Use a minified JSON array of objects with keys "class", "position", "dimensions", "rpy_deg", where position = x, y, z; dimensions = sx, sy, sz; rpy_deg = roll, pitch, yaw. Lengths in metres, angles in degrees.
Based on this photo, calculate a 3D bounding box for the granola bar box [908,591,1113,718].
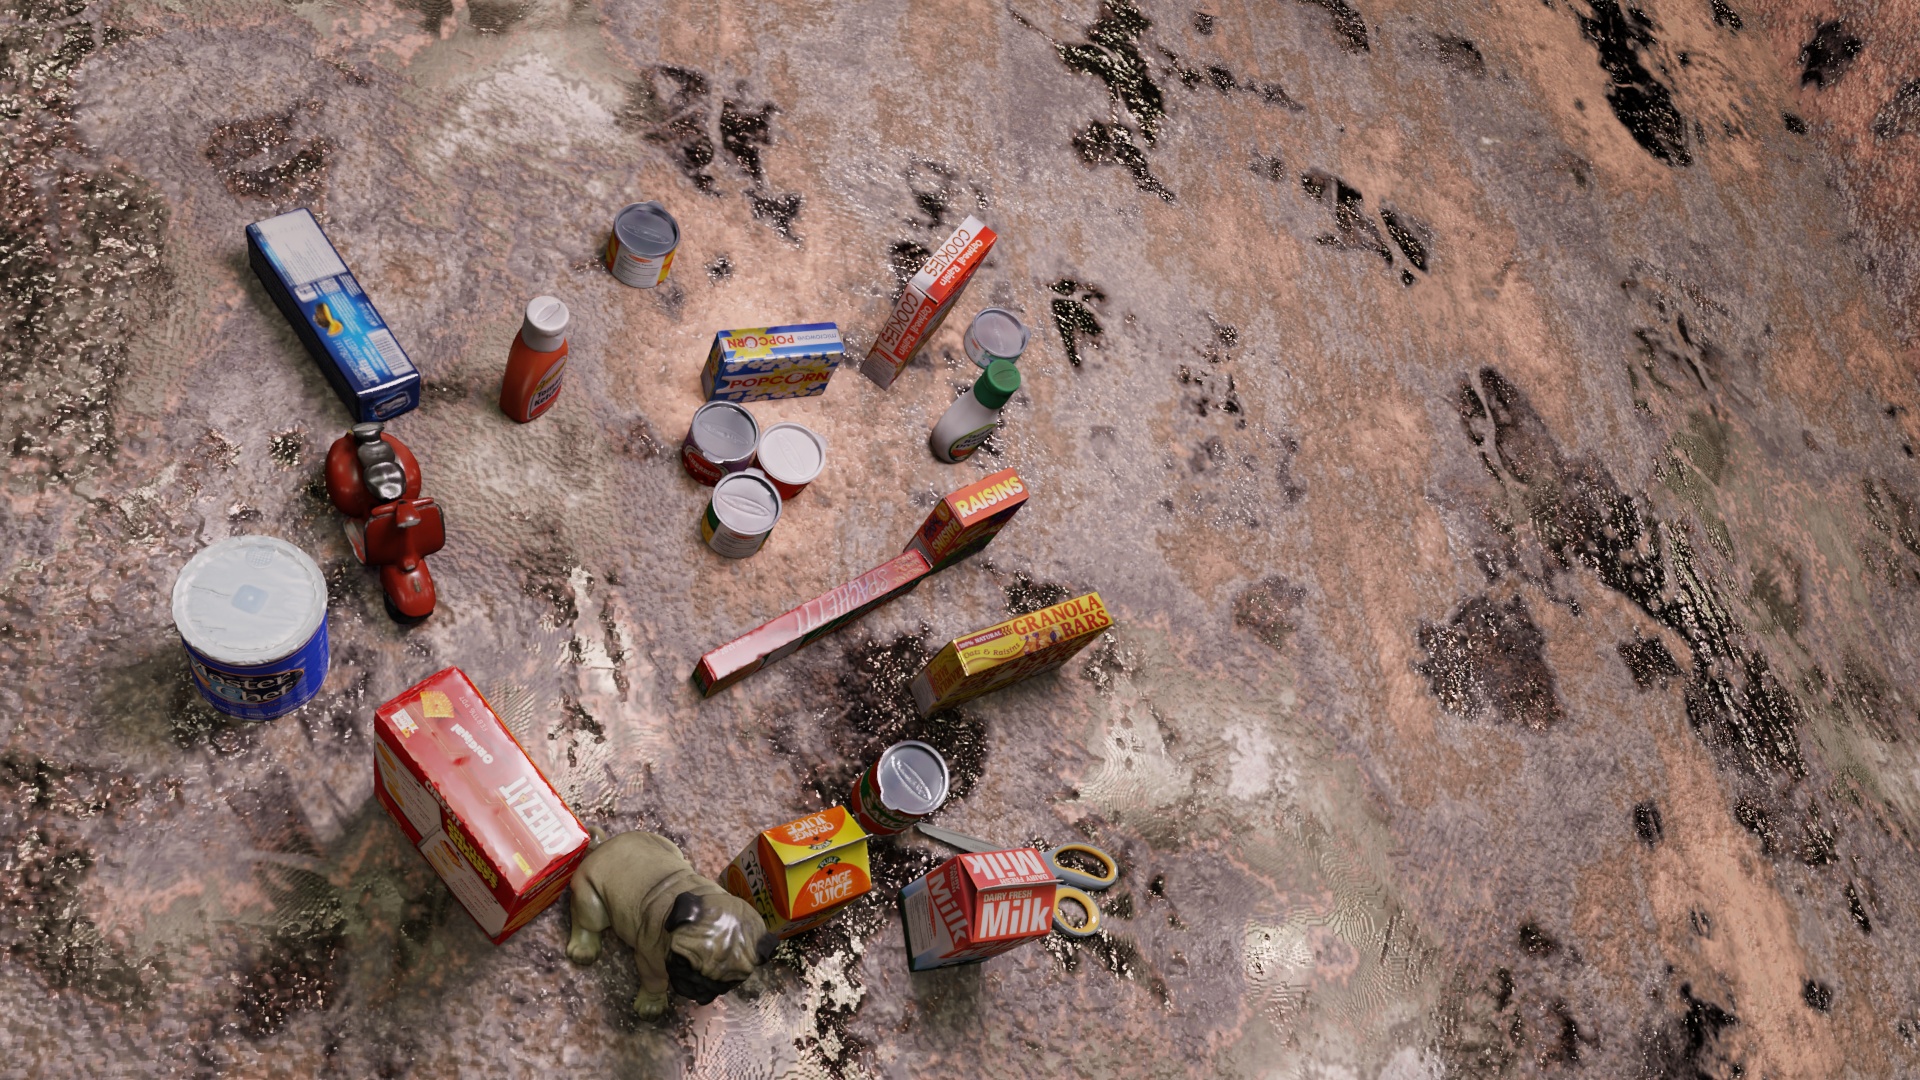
[{"class":"granola bar box","position":[0.046,0.108,1.319],"dimensions":[0.166,0.123,0.039],"rpy_deg":[-17,73,-29]}]

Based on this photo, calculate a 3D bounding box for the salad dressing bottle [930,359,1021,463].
[{"class":"salad dressing bottle","position":[0.016,-0.131,1.414],"dimensions":[0.064,0.147,0.044],"rpy_deg":[-21,75,-30]}]

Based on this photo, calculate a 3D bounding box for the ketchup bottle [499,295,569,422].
[{"class":"ketchup bottle","position":[-0.384,-0.167,1.260],"dimensions":[0.043,0.148,0.065],"rpy_deg":[38,57,-2]}]

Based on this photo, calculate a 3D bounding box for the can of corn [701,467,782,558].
[{"class":"can of corn","position":[-0.208,-0.026,1.318],"dimensions":[0.071,0.058,0.071],"rpy_deg":[10,62,-19]}]

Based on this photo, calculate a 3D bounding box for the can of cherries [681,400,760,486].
[{"class":"can of cherries","position":[-0.234,-0.091,1.340],"dimensions":[0.071,0.058,0.072],"rpy_deg":[10,62,-19]}]

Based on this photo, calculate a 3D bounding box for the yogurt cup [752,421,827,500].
[{"class":"yogurt cup","position":[-0.172,-0.075,1.361],"dimensions":[0.072,0.053,0.072],"rpy_deg":[10,62,-19]}]

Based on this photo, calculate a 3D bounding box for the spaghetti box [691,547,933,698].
[{"class":"spaghetti box","position":[-0.135,0.074,1.303],"dimensions":[0.251,0.050,0.029],"rpy_deg":[-27,78,-32]}]

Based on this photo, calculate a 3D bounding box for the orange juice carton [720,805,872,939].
[{"class":"orange juice carton","position":[-0.130,0.270,1.120],"dimensions":[0.072,0.191,0.073],"rpy_deg":[-13,71,-28]}]

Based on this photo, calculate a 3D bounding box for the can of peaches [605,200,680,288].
[{"class":"can of peaches","position":[-0.322,-0.300,1.409],"dimensions":[0.071,0.057,0.071],"rpy_deg":[10,62,-19]}]

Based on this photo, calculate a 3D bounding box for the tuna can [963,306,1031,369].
[{"class":"tuna can","position":[0.041,-0.223,1.540],"dimensions":[0.071,0.032,0.071],"rpy_deg":[10,61,-19]}]

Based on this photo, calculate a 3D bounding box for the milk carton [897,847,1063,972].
[{"class":"milk carton","position":[0.016,0.307,1.165],"dimensions":[0.072,0.189,0.073],"rpy_deg":[0,65,-23]}]

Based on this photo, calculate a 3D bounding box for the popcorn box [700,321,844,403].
[{"class":"popcorn box","position":[-0.188,-0.176,1.387],"dimensions":[0.127,0.085,0.038],"rpy_deg":[-9,69,-27]}]

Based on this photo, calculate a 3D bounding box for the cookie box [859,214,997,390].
[{"class":"cookie box","position":[-0.034,-0.244,1.438],"dimensions":[0.040,0.166,0.123],"rpy_deg":[37,57,-2]}]

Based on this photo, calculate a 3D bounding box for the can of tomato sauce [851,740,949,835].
[{"class":"can of tomato sauce","position":[-0.056,0.224,1.241],"dimensions":[0.071,0.082,0.071],"rpy_deg":[10,62,-19]}]

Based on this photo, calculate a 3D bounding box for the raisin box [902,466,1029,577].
[{"class":"raisin box","position":[0.005,-0.017,1.366],"dimensions":[0.086,0.122,0.040],"rpy_deg":[-25,77,-31]}]
